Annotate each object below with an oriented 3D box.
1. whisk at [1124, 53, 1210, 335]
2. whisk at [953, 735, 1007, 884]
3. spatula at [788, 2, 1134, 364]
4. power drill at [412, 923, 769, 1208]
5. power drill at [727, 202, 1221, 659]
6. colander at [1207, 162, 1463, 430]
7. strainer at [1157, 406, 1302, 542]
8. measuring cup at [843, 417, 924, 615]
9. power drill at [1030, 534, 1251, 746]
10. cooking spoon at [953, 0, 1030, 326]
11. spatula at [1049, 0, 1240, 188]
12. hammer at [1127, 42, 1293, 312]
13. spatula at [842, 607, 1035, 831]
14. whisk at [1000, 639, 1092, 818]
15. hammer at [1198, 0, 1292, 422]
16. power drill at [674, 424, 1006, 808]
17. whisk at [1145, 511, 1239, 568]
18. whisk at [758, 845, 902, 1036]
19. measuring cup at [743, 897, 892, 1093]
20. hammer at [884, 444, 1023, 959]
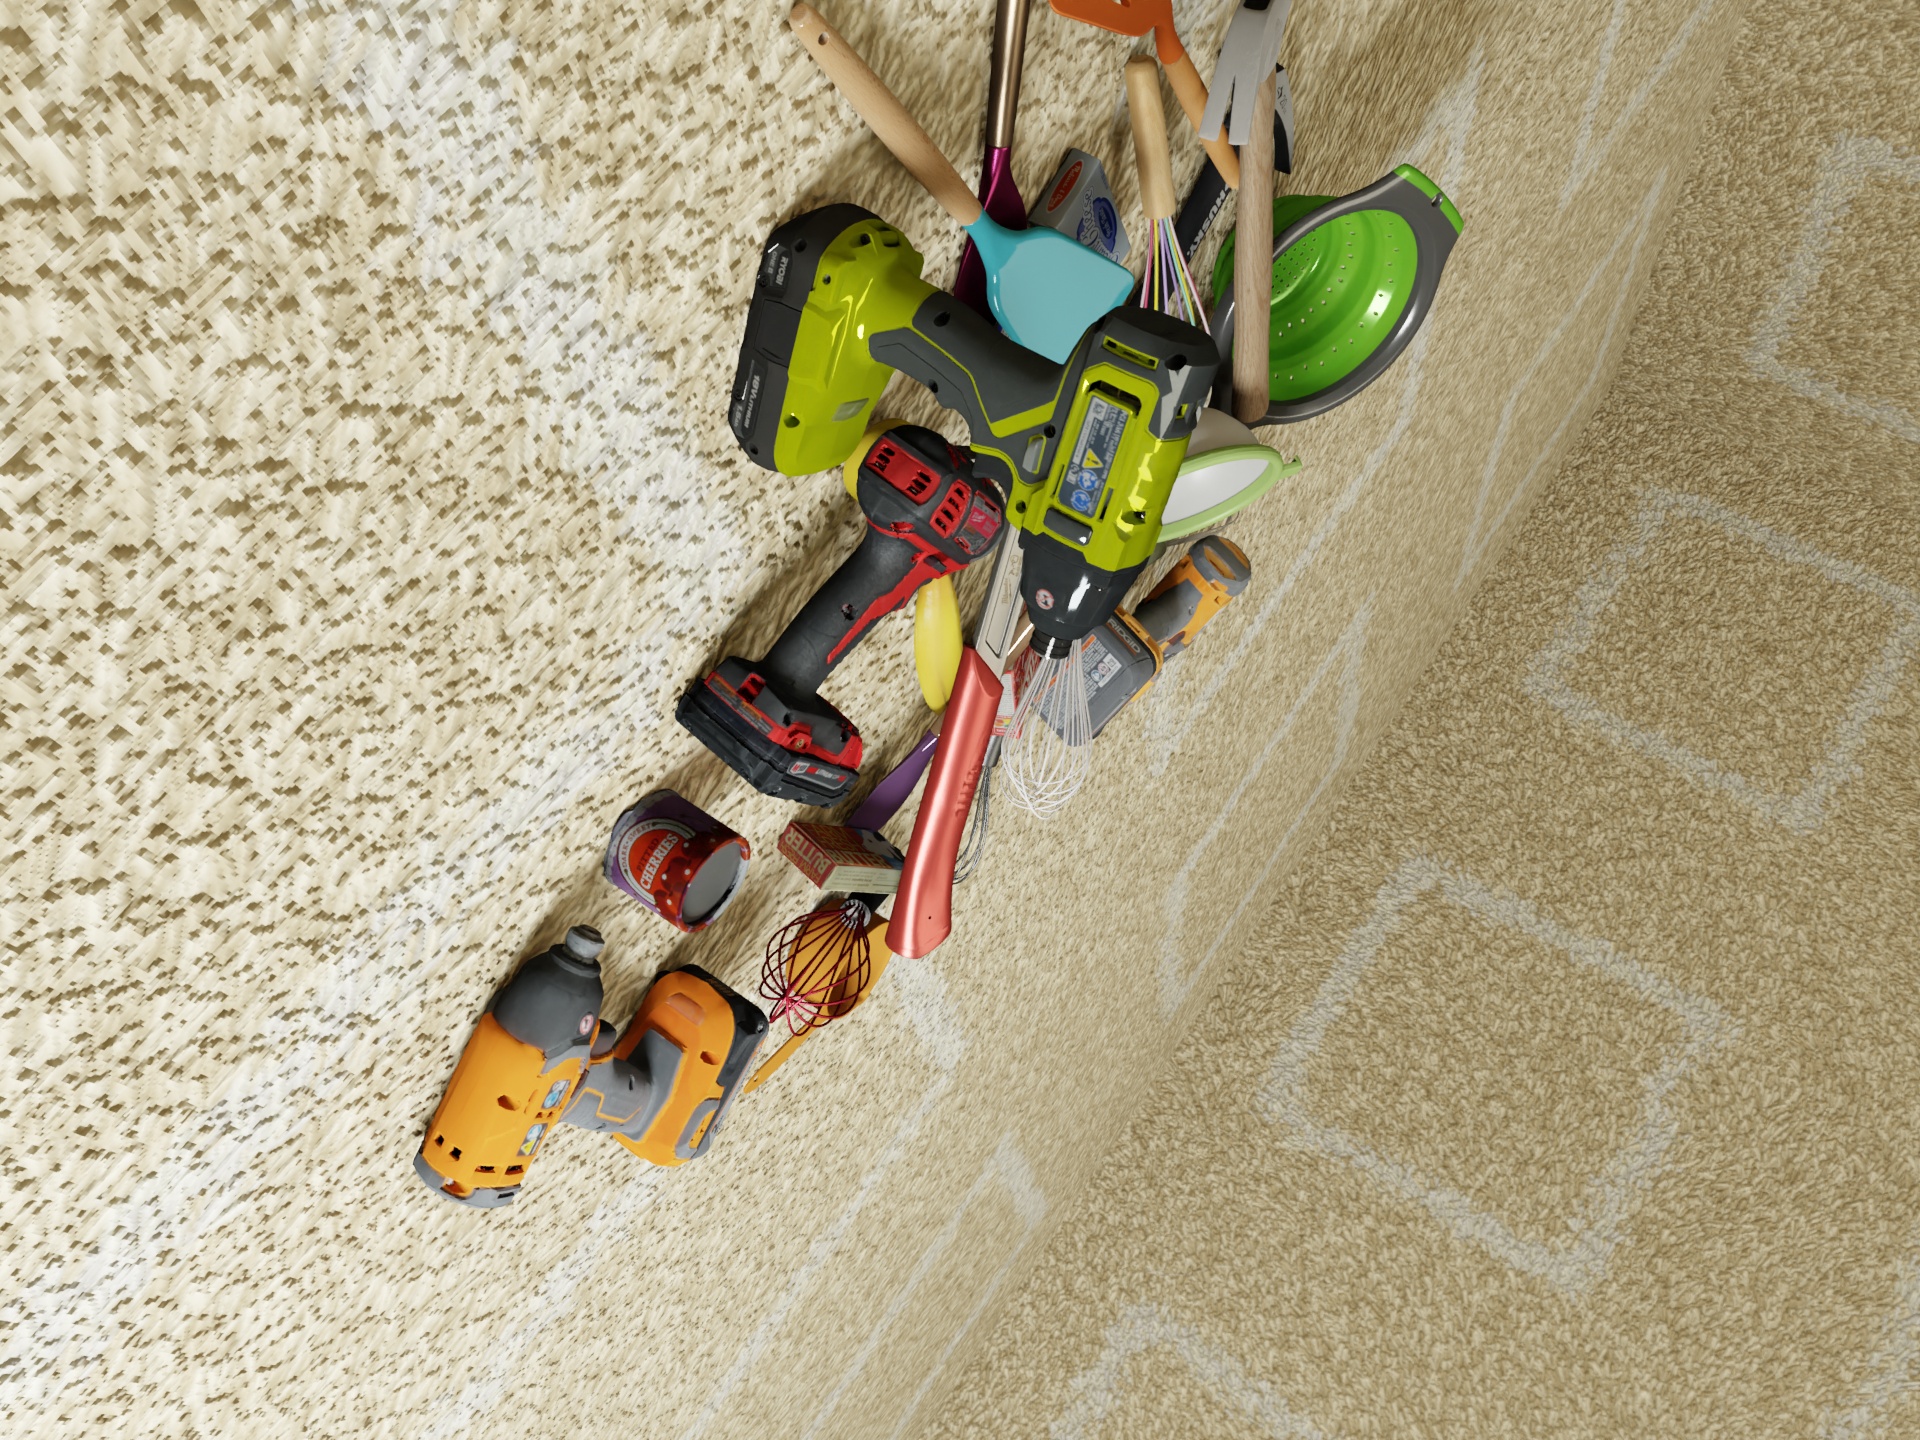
[{"bbox_3d":[0.133,-0.313,1.047,0.047,0.051,0.244,-23,133,-8],"label":"whisk"},{"bbox_3d":[0.017,0.032,1.302,0.055,0.055,0.239,-10,123,-63],"label":"whisk"},{"bbox_3d":[0.002,-0.275,0.833,0.082,0.044,0.317,-51,154,8],"label":"spatula"},{"bbox_3d":[-0.211,0.201,0.964,0.164,0.084,0.226,-63,155,3],"label":"power drill"},{"bbox_3d":[0.000,-0.144,0.779,0.080,0.223,0.171,-27,142,-53],"label":"power drill"},{"bbox_3d":[0.214,-0.285,1.274,0.204,0.095,0.397,18,121,-47],"label":"colander"},{"bbox_3d":[0.134,-0.195,1.155,0.151,0.069,0.256,-25,164,28],"label":"strainer"},{"bbox_3d":[-0.059,-0.118,0.968,0.062,0.029,0.156,-30,156,-42],"label":"measuring cup"},{"bbox_3d":[0.143,-0.060,1.385,0.226,0.084,0.185,-35,170,-47],"label":"power drill"},{"bbox_3d":[0.023,-0.338,0.862,0.069,0.017,0.318,-41,152,-36],"label":"cooking spoon"},{"bbox_3d":[0.123,-0.387,0.950,0.322,0.041,0.081,14,80,-68],"label":"spatula"},{"bbox_3d":[0.143,-0.309,1.144,0.335,0.035,0.146,-61,158,4],"label":"hammer"},{"bbox_3d":[0.001,-0.009,1.137,0.316,0.018,0.059,-50,157,24],"label":"spatula"},{"bbox_3d":[0.078,-0.053,1.190,0.070,0.070,0.285,84,16,-57],"label":"whisk"},{"bbox_3d":[0.199,-0.334,1.077,0.130,0.031,0.331,-60,156,-31],"label":"hammer"},{"bbox_3d":[-0.055,-0.060,0.930,0.219,0.079,0.143,-54,159,6],"label":"power drill"},{"bbox_3d":[0.177,-0.160,1.408,0.246,0.058,0.059,-37,118,-39],"label":"whisk"},{"bbox_3d":[-0.080,0.145,1.135,0.296,0.073,0.073,-53,167,-73],"label":"whisk"},{"bbox_3d":[-0.121,0.207,1.209,0.174,0.052,0.095,-45,154,-29],"label":"measuring cup"},{"bbox_3d":[-0.002,-0.003,1.064,0.149,0.037,0.359,6,111,-27],"label":"hammer"}]
